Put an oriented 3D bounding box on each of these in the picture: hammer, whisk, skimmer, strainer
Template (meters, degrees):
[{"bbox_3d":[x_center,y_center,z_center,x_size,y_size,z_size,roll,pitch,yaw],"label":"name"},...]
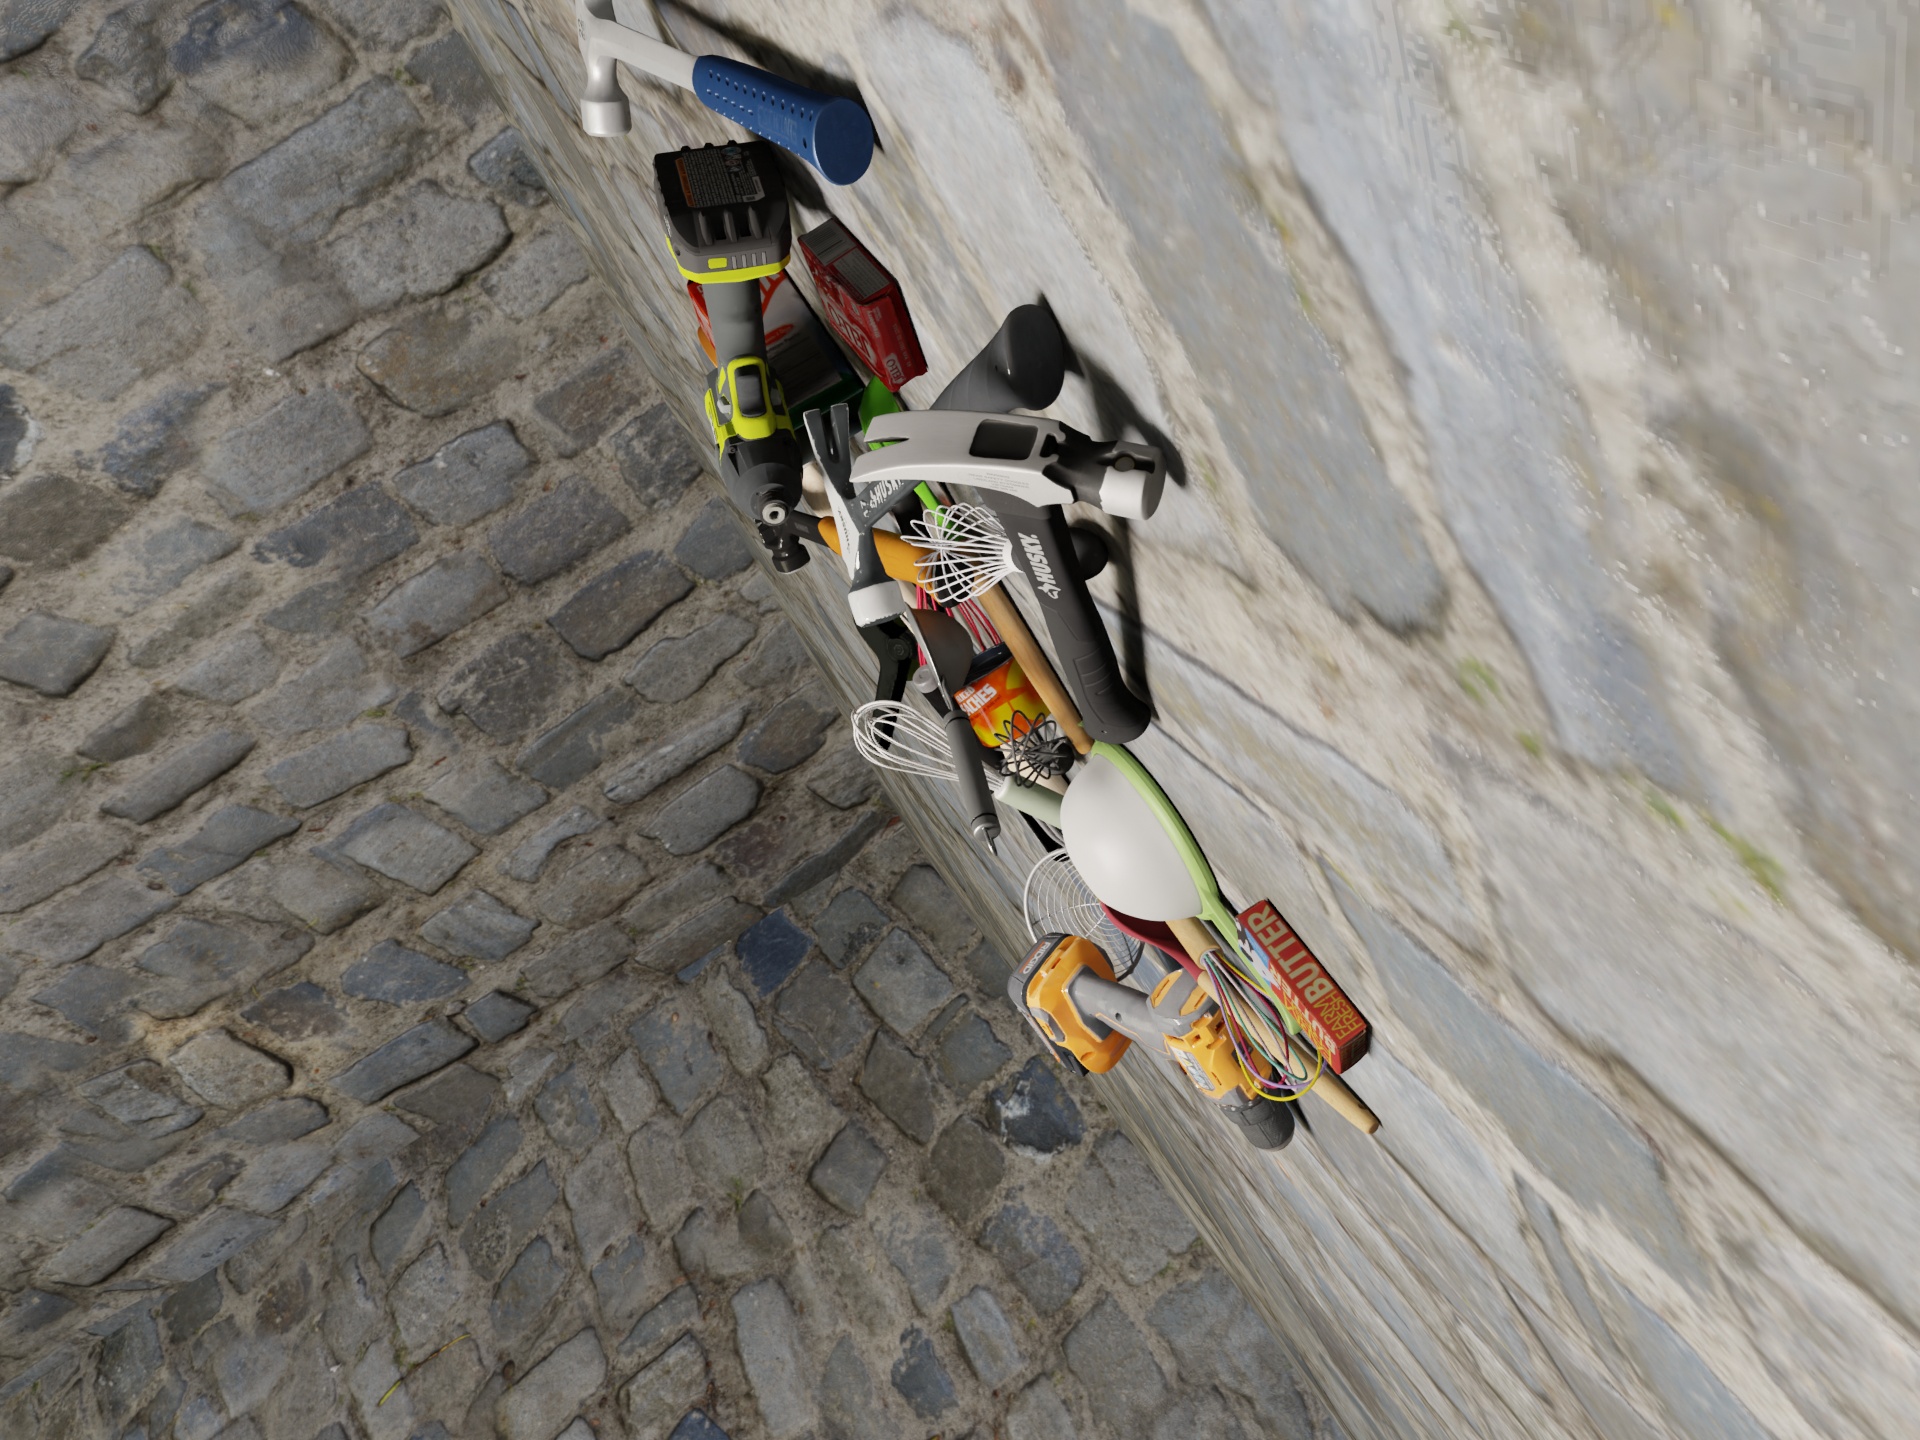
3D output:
[{"bbox_3d":[-0.032,-0.088,1.365,0.410,0.038,0.146,52,163,-4],"label":"hammer"},{"bbox_3d":[0.026,0.046,1.228,0.246,0.057,0.059,26,-151,-15],"label":"whisk"},{"bbox_3d":[0.051,-0.061,0.838,0.146,0.035,0.334,13,162,19],"label":"hammer"},{"bbox_3d":[0.183,0.183,1.127,0.051,0.047,0.245,15,-158,-26],"label":"whisk"},{"bbox_3d":[0.048,0.096,1.331,0.127,0.090,0.362,2,145,38],"label":"skimmer"},{"bbox_3d":[0.140,0.126,1.098,0.257,0.069,0.151,55,173,36],"label":"strainer"},{"bbox_3d":[-0.002,-0.004,1.125,0.086,0.050,0.259,69,-176,-47],"label":"strainer"},{"bbox_3d":[-0.157,-0.388,0.941,0.406,0.035,0.144,43,141,48],"label":"hammer"},{"bbox_3d":[-0.023,-0.154,0.904,0.409,0.036,0.149,162,91,-73],"label":"hammer"},{"bbox_3d":[-0.090,-0.148,1.240,0.337,0.034,0.127,27,145,56],"label":"hammer"},{"bbox_3d":[0.028,-0.102,0.964,0.070,0.070,0.285,60,168,-15],"label":"whisk"},{"bbox_3d":[0.061,0.023,1.183,0.055,0.055,0.239,57,-173,8],"label":"whisk"},{"bbox_3d":[-0.023,-0.117,1.251,0.073,0.073,0.295,47,160,58],"label":"whisk"}]

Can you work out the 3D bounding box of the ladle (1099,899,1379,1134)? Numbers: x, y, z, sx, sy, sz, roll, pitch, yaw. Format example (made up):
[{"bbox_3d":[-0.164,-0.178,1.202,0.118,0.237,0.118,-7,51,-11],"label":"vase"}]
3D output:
[{"bbox_3d":[0.196,0.201,1.163,0.316,0.069,0.031,42,122,51],"label":"ladle"}]

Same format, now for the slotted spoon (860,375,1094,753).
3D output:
[{"bbox_3d":[0.011,-0.108,1.155,0.313,0.031,0.070,57,170,-8],"label":"slotted spoon"}]

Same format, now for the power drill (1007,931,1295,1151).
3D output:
[{"bbox_3d":[0.164,0.267,1.314,0.226,0.084,0.185,6,138,52],"label":"power drill"}]

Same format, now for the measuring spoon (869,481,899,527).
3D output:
[{"bbox_3d":[-0.055,-0.179,1.272,0.034,0.018,0.124,59,-176,19],"label":"measuring spoon"}]

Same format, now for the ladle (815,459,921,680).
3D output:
[{"bbox_3d":[-0.104,-0.166,1.591,0.078,0.062,0.320,34,-161,-56],"label":"ladle"}]

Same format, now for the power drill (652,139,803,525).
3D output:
[{"bbox_3d":[-0.145,-0.253,1.063,0.171,0.080,0.223,-110,12,-47],"label":"power drill"}]

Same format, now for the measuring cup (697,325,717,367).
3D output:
[{"bbox_3d":[-0.146,-0.299,1.366,0.173,0.052,0.095,29,-152,-45],"label":"measuring cup"}]
